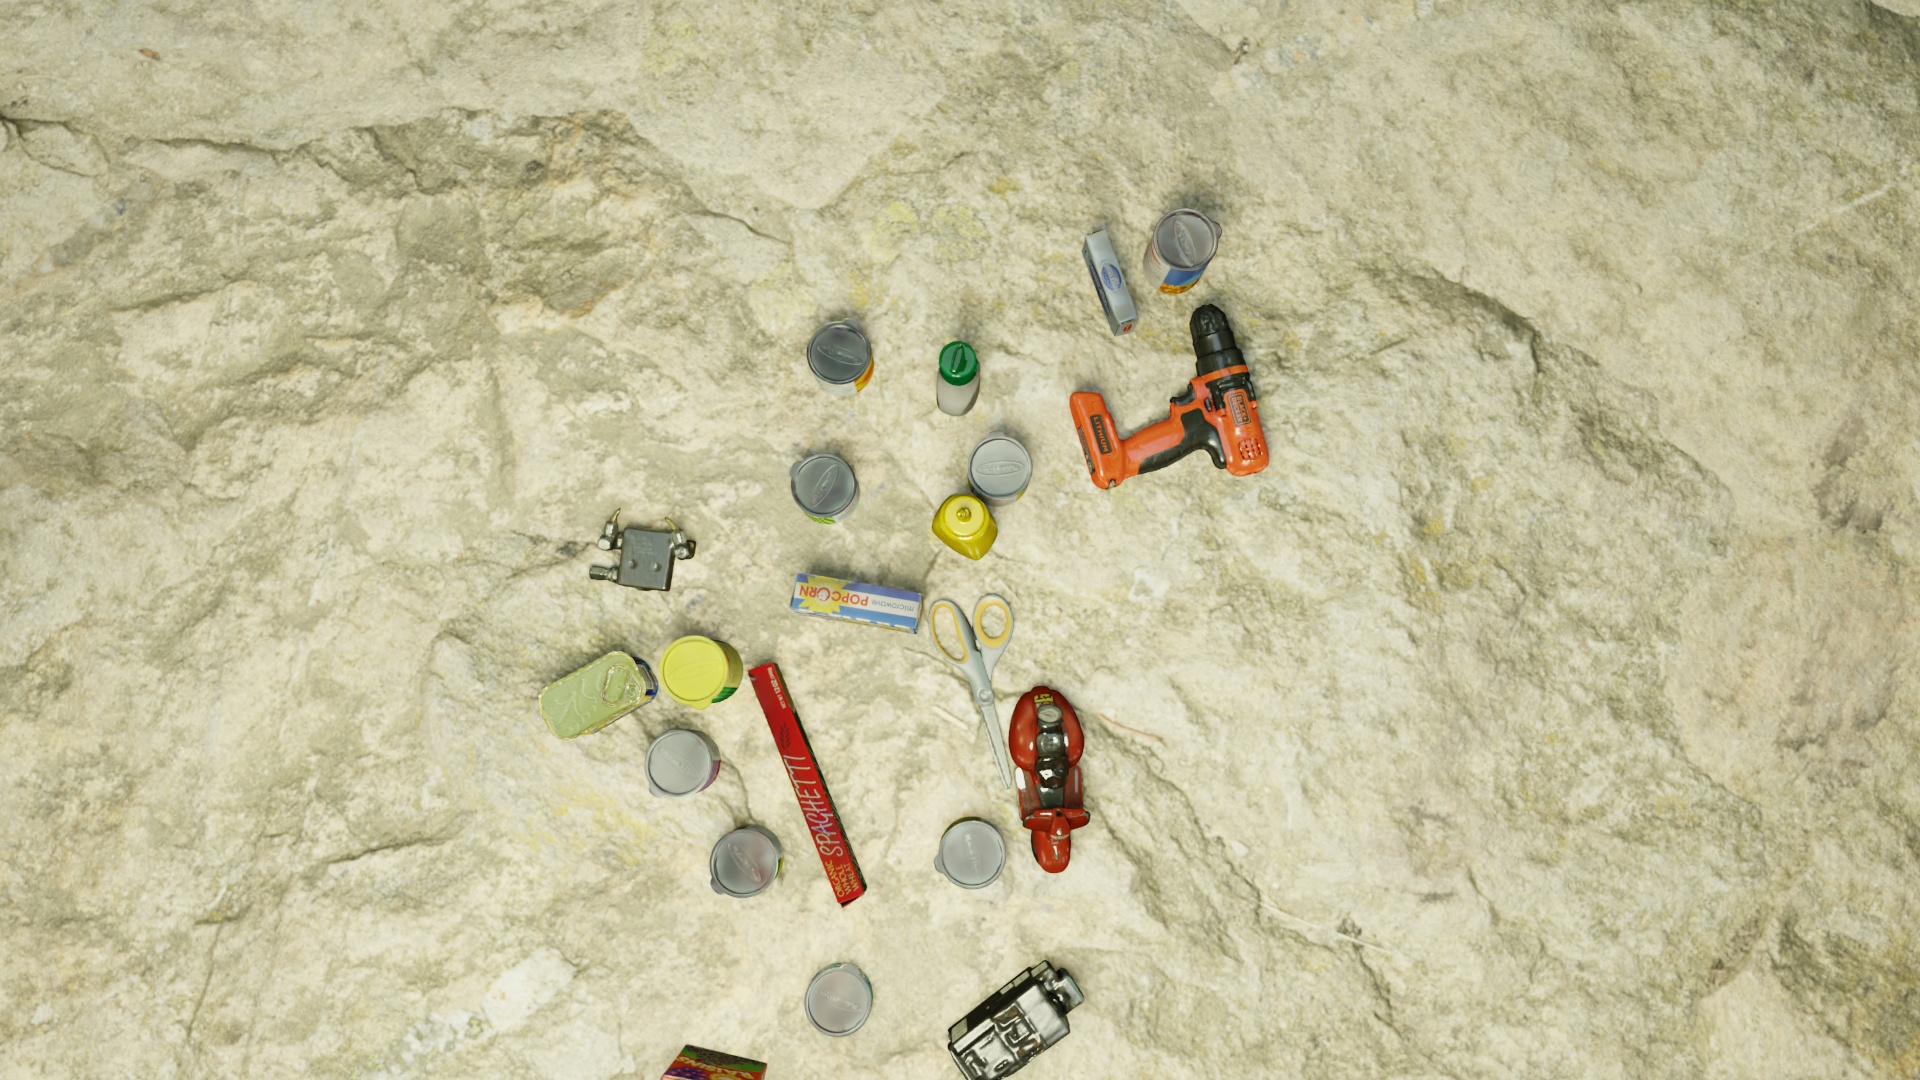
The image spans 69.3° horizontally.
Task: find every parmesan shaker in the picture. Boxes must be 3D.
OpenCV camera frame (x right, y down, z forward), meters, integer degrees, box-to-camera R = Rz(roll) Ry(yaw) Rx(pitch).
[{"bbox_3d":[-0.254,0.132,1.371,0.071,0.103,0.071,0,83,0],"label":"parmesan shaker"}]

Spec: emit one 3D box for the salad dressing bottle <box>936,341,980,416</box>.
[{"bbox_3d":[-0.002,-0.164,1.389,0.044,0.147,0.064,16,83,2],"label":"salad dressing bottle"}]

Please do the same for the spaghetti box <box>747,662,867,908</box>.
[{"bbox_3d":[-0.152,0.241,1.385,0.029,0.050,0.250,-23,83,-3],"label":"spaghetti box"}]

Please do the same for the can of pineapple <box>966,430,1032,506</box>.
[{"bbox_3d":[0.040,-0.072,1.423,0.071,0.058,0.071,0,83,0],"label":"can of pineapple"}]

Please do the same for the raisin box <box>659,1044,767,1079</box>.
[{"bbox_3d":[-0.234,0.517,1.312,0.086,0.123,0.040,14,83,1],"label":"raisin box"}]

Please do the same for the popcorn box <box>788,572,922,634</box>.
[{"bbox_3d":[-0.102,0.064,1.390,0.127,0.085,0.038,10,83,1],"label":"popcorn box"}]

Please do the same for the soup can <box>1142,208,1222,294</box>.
[{"bbox_3d":[0.229,-0.299,1.440,0.071,0.083,0.071,0,83,0],"label":"soup can"}]

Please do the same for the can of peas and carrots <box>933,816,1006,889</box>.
[{"bbox_3d":[0.009,0.309,1.373,0.071,0.058,0.071,0,83,0],"label":"can of peas and carrots"}]

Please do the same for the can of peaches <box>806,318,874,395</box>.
[{"bbox_3d":[-0.122,-0.189,1.436,0.071,0.058,0.071,0,83,0],"label":"can of peaches"}]

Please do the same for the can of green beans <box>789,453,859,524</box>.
[{"bbox_3d":[-0.137,-0.052,1.418,0.071,0.057,0.071,0,83,0],"label":"can of green beans"}]

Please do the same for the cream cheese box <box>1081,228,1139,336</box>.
[{"bbox_3d":[0.156,-0.268,1.451,0.024,0.053,0.104,-19,83,-3],"label":"cream cheese box"}]

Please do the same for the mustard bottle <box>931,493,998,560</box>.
[{"bbox_3d":[0.005,-0.017,1.364,0.065,0.160,0.049,33,84,3],"label":"mustard bottle"}]

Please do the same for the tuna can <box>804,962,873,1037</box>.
[{"bbox_3d":[-0.118,0.449,1.367,0.071,0.033,0.071,0,83,0],"label":"tuna can"}]

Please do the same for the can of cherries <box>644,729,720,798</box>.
[{"bbox_3d":[-0.278,0.223,1.382,0.071,0.058,0.071,0,83,0],"label":"can of cherries"}]

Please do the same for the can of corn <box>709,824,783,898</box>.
[{"bbox_3d":[-0.212,0.317,1.370,0.071,0.058,0.071,0,83,0],"label":"can of corn"}]
